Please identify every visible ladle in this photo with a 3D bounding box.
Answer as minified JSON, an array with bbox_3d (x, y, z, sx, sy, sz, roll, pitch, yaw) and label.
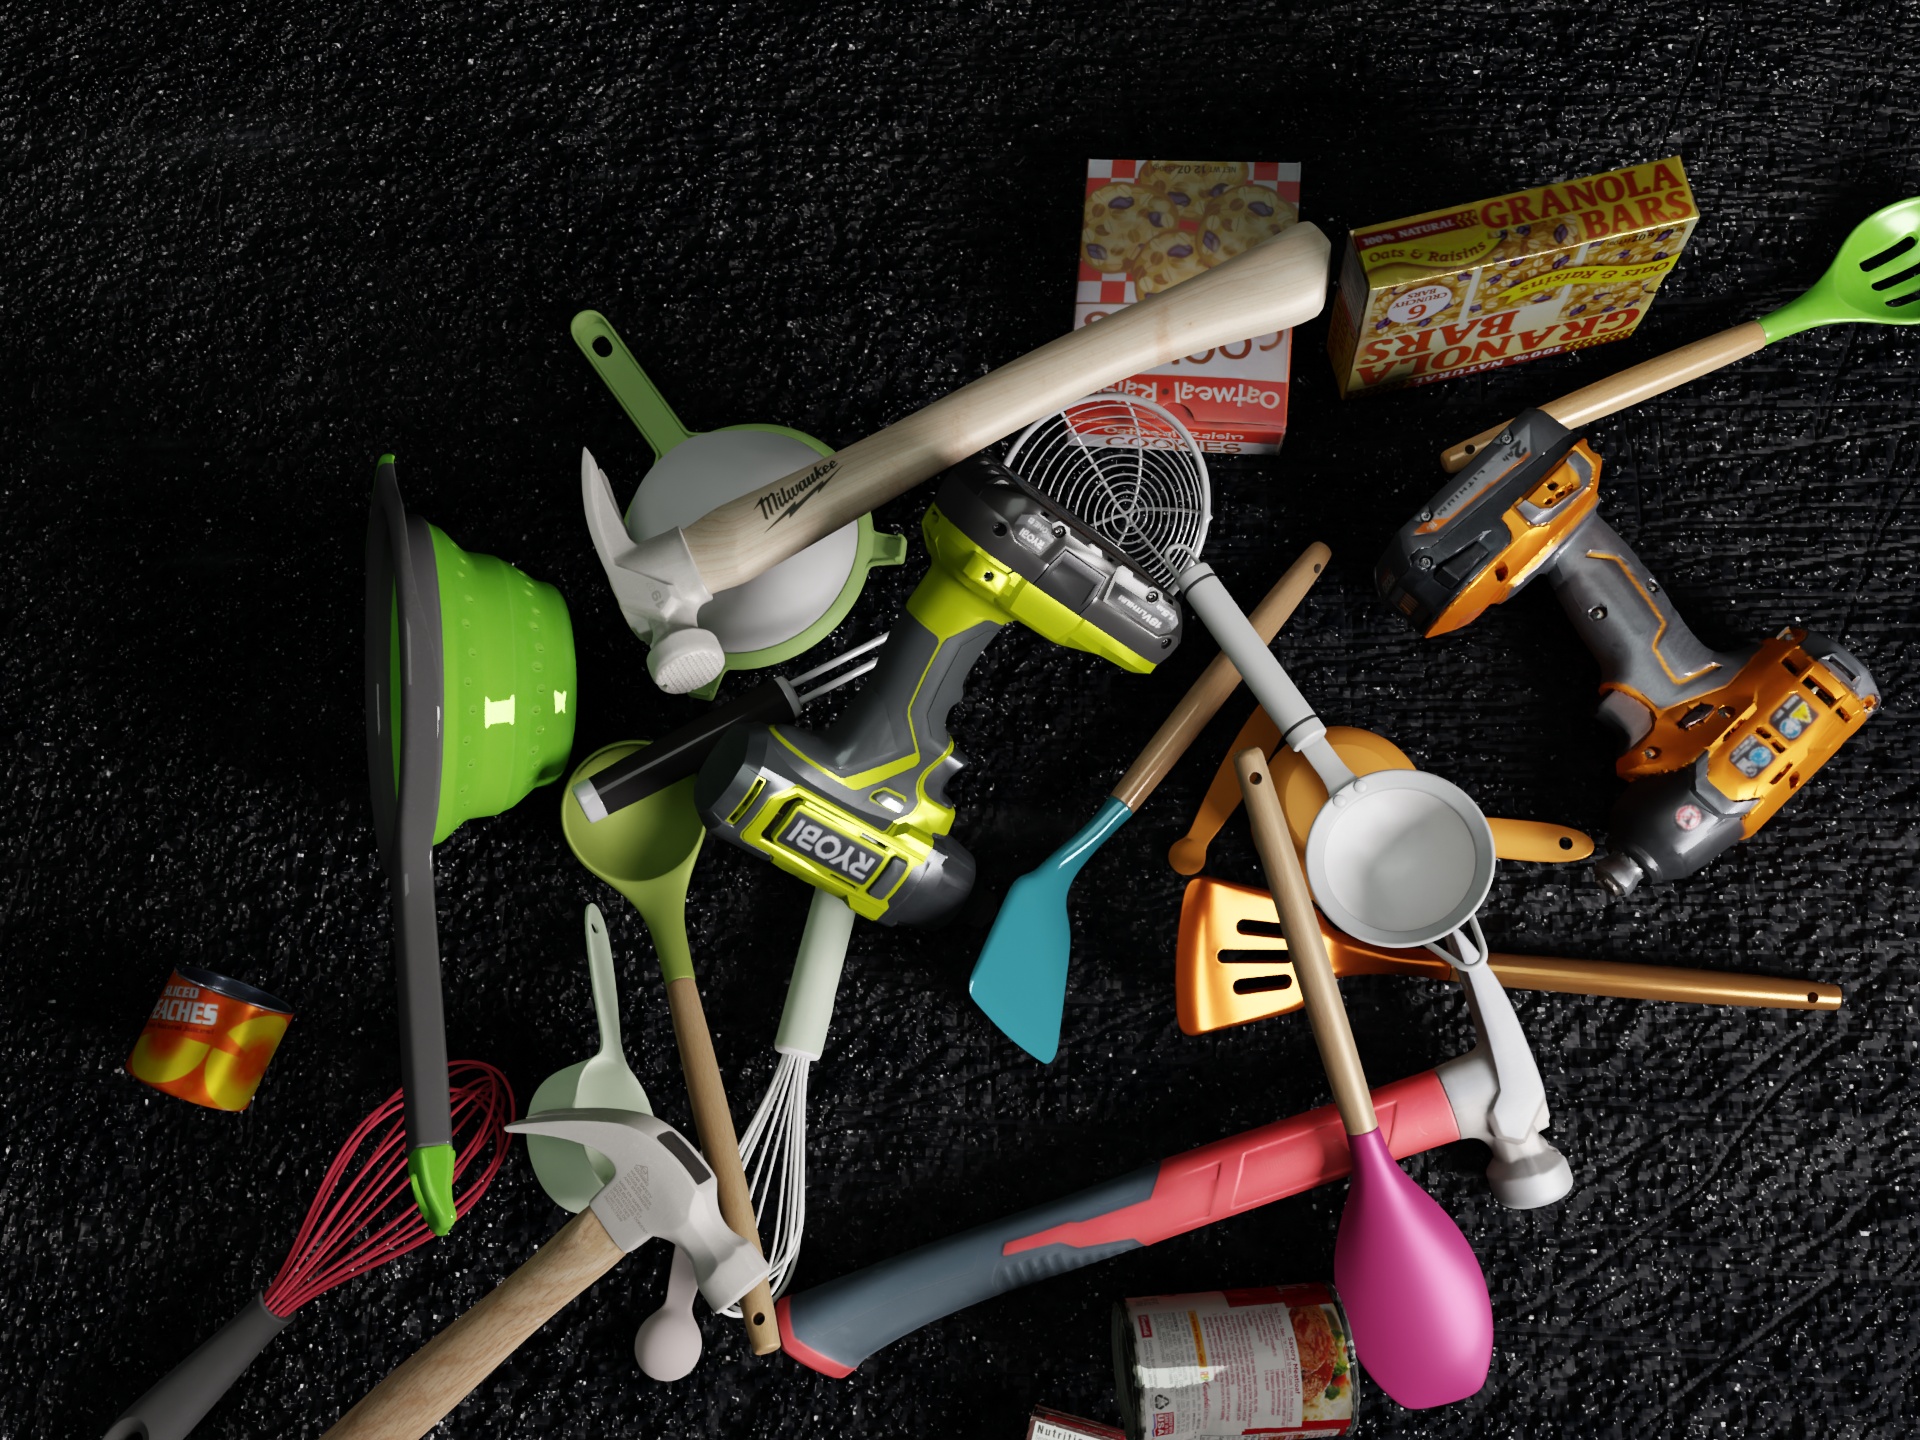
[{"bbox_3d":[-0.137,0.152,0.797,0.078,0.062,0.320,-17,62,-5],"label":"ladle"}]

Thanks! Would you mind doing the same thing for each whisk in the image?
[{"bbox_3d":[-0.085,0.179,0.820,0.058,0.059,0.246,-8,63,50],"label":"whisk"},{"bbox_3d":[-0.338,0.286,0.818,0.296,0.073,0.073,-45,74,1],"label":"whisk"}]

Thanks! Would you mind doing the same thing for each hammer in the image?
[{"bbox_3d":[-0.245,0.307,0.764,0.331,0.031,0.130,-42,77,12],"label":"hammer"},{"bbox_3d":[0.088,0.221,0.774,0.386,0.038,0.143,-20,90,4],"label":"hammer"},{"bbox_3d":[0.001,-0.165,0.833,0.410,0.038,0.146,-27,65,-2],"label":"hammer"}]

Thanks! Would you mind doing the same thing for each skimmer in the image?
[{"bbox_3d":[-0.037,-0.051,0.827,0.363,0.090,0.127,-28,74,-14],"label":"skimmer"}]

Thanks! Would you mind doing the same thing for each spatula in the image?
[{"bbox_3d":[0.108,0.029,0.834,0.317,0.082,0.044,-51,38,-12],"label":"spatula"},{"bbox_3d":[0.269,0.126,0.789,0.322,0.041,0.081,4,92,7],"label":"spatula"}]

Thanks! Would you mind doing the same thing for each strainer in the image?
[{"bbox_3d":[-0.158,-0.150,0.905,0.151,0.069,0.256,-36,75,-3],"label":"strainer"},{"bbox_3d":[0.174,0.013,0.777,0.087,0.050,0.259,-34,70,6],"label":"strainer"}]

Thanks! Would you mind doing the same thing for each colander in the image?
[{"bbox_3d":[-0.244,0.054,0.815,0.094,0.204,0.397,-1,64,-25],"label":"colander"}]

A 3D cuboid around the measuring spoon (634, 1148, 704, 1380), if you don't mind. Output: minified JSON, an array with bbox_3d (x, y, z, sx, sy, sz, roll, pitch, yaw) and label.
[{"bbox_3d":[-0.140,0.273,0.813,0.034,0.018,0.124,10,75,10],"label":"measuring spoon"}]

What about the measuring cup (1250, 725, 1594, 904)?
[{"bbox_3d":[0.235,0.051,0.807,0.173,0.052,0.095,6,75,11],"label":"measuring cup"}]

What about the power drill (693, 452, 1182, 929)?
[{"bbox_3d":[-0.001,-0.003,0.788,0.171,0.080,0.223,31,104,-26],"label":"power drill"}]

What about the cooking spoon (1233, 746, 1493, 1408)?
[{"bbox_3d":[0.179,0.166,0.740,0.069,0.017,0.319,-17,89,5],"label":"cooking spoon"}]

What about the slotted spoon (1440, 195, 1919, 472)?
[{"bbox_3d":[0.410,-0.203,0.870,0.314,0.031,0.070,-23,73,3],"label":"slotted spoon"}]

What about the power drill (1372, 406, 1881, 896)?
[{"bbox_3d":[0.321,-0.030,0.807,0.164,0.084,0.226,-43,78,-6],"label":"power drill"}]

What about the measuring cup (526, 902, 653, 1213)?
[{"bbox_3d":[-0.198,0.175,0.830,0.038,0.083,0.168,-22,57,12],"label":"measuring cup"}]

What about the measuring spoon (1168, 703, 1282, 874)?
[{"bbox_3d":[0.145,0.031,0.846,0.021,0.011,0.117,30,81,14],"label":"measuring spoon"}]
